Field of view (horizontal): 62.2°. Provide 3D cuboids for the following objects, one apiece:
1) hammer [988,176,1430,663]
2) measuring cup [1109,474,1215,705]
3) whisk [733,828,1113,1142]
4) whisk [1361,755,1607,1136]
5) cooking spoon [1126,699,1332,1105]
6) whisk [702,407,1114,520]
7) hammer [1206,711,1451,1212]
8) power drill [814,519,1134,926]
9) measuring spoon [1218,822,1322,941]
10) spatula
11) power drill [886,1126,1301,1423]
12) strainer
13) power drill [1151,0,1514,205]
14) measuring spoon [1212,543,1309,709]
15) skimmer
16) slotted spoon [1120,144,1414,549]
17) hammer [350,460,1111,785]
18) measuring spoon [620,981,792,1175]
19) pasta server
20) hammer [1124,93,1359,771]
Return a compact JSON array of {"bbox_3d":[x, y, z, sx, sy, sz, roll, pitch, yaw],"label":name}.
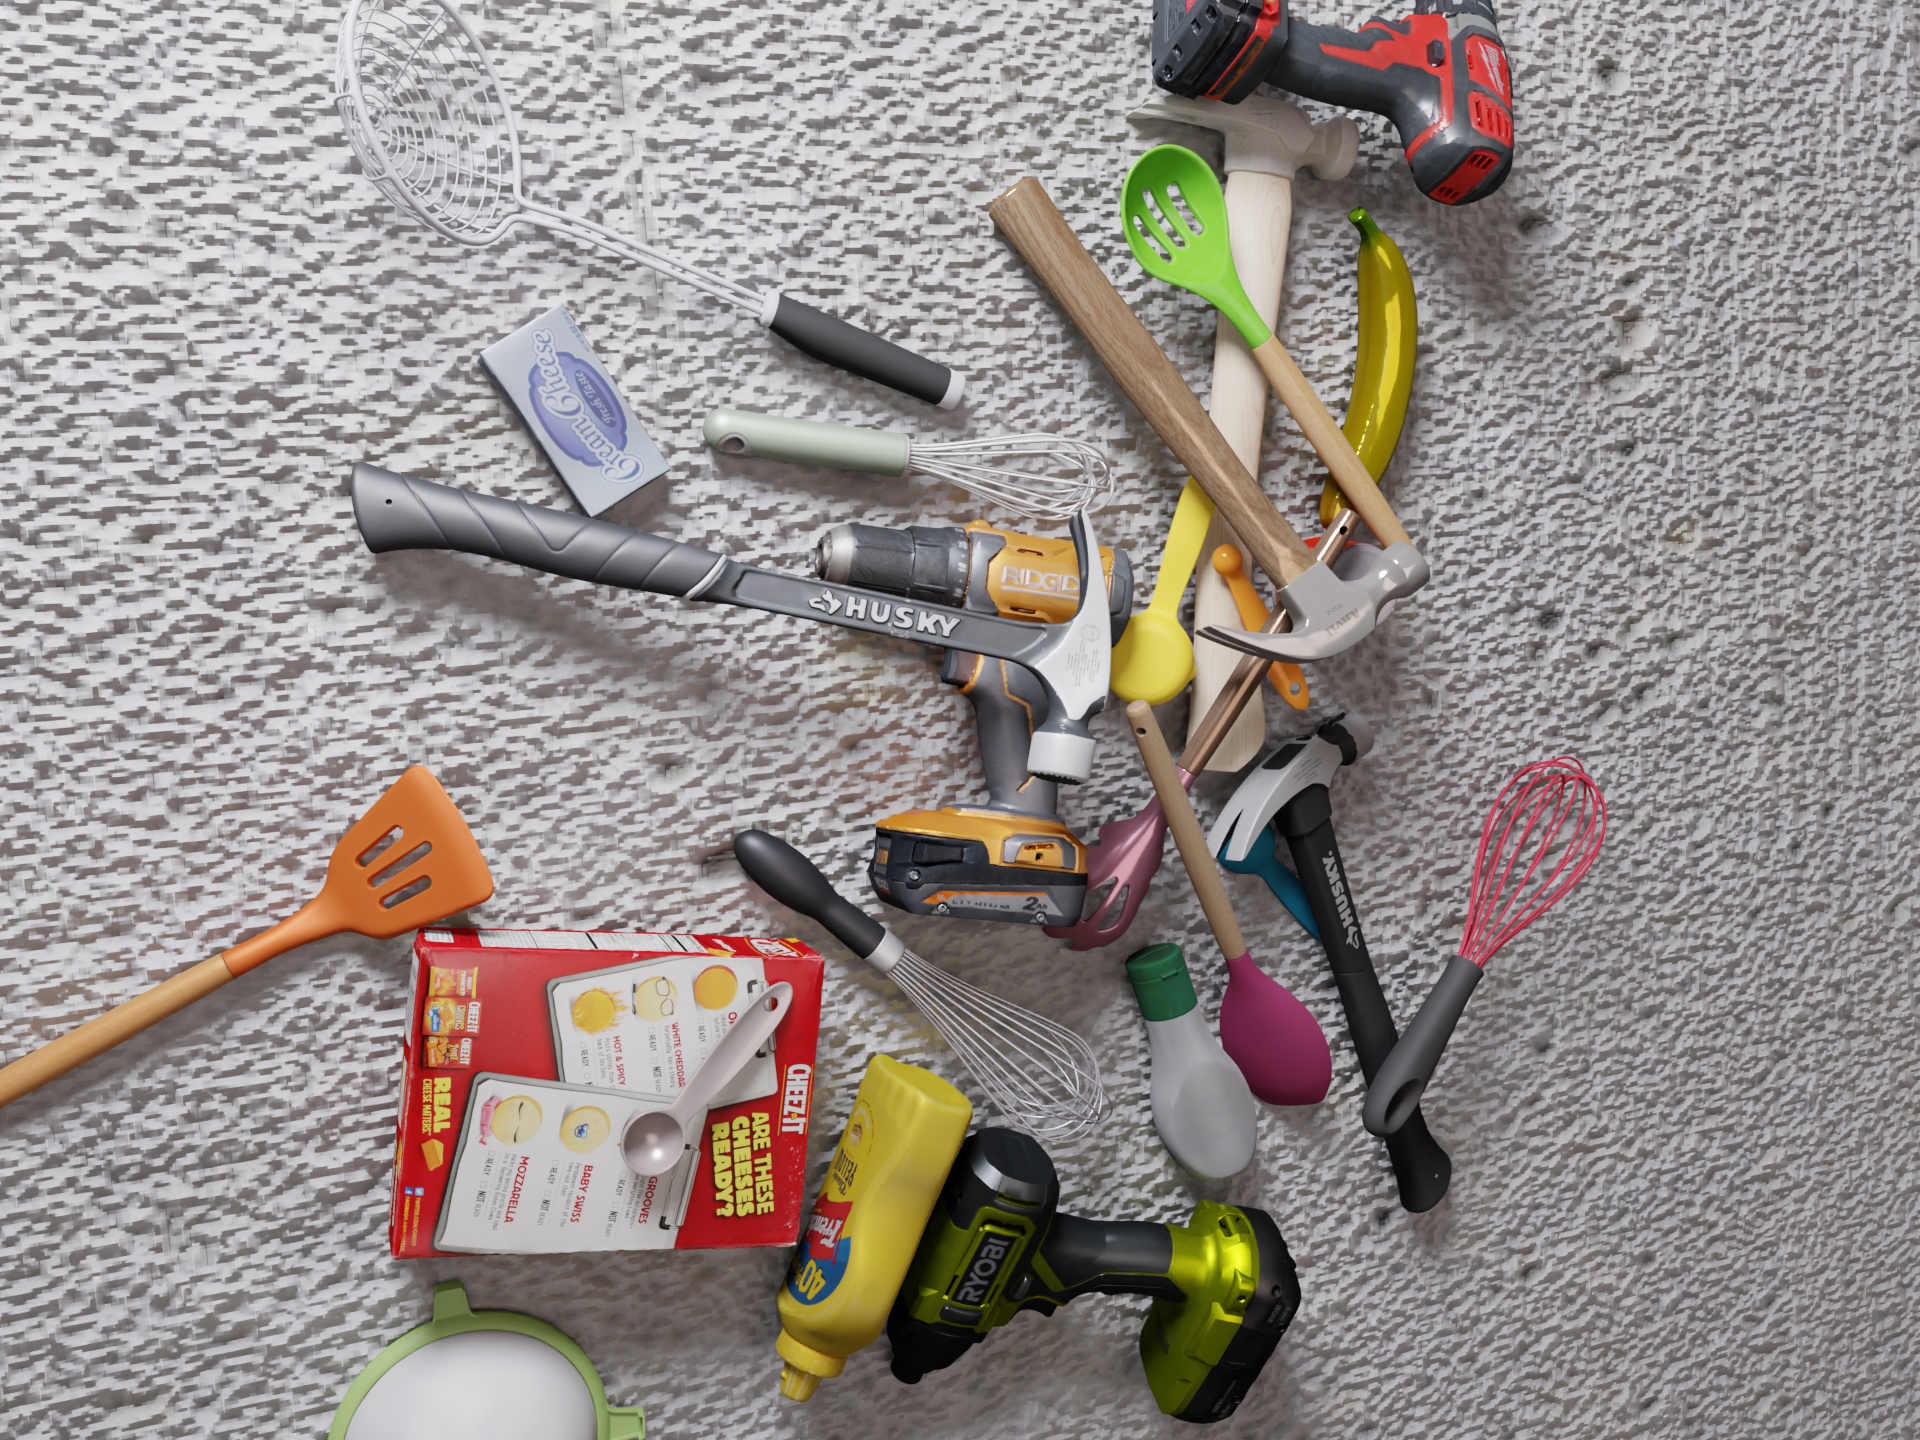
[{"bbox_3d":[0.126,-0.174,0.927,0.130,0.031,0.331,-37,89,-10],"label":"hammer"},{"bbox_3d":[0.127,-0.082,0.956,0.062,0.029,0.156,18,102,8],"label":"measuring cup"},{"bbox_3d":[-0.022,0.155,0.934,0.284,0.070,0.070,40,80,-13],"label":"whisk"},{"bbox_3d":[0.342,0.145,1.042,0.073,0.073,0.296,41,73,-18],"label":"whisk"},{"bbox_3d":[0.158,0.121,0.965,0.318,0.069,0.017,65,31,-26],"label":"cooking spoon"},{"bbox_3d":[-0.025,-0.152,0.915,0.246,0.057,0.059,5,58,-18],"label":"whisk"},{"bbox_3d":[0.255,0.174,1.031,0.146,0.035,0.334,-30,107,-33],"label":"hammer"},{"bbox_3d":[-0.001,-0.003,0.915,0.185,0.084,0.226,8,88,-18],"label":"power drill"},{"bbox_3d":[0.215,0.108,1.030,0.128,0.021,0.042,44,79,-18],"label":"measuring spoon"},{"bbox_3d":[-0.393,0.134,0.799,0.322,0.041,0.081,-30,84,-14],"label":"spatula"},{"bbox_3d":[0.074,0.345,0.959,0.223,0.080,0.171,18,110,-18],"label":"power drill"},{"bbox_3d":[-0.294,0.442,0.843,0.151,0.069,0.256,44,78,-18],"label":"strainer"},{"bbox_3d":[0.232,-0.423,0.955,0.226,0.080,0.188,14,65,-19],"label":"power drill"},{"bbox_3d":[0.187,-0.056,0.976,0.021,0.011,0.117,-33,103,-12],"label":"measuring spoon"},{"bbox_3d":[-0.145,-0.258,0.835,0.363,0.090,0.127,19,56,-23],"label":"skimmer"},{"bbox_3d":[0.194,-0.206,0.959,0.070,0.031,0.313,-42,107,-10],"label":"slotted spoon"},{"bbox_3d":[-0.114,-0.077,0.843,0.409,0.036,0.149,12,83,-9],"label":"hammer"},{"bbox_3d":[-0.133,0.186,0.840,0.124,0.018,0.034,-48,112,-19],"label":"measuring spoon"},{"bbox_3d":[0.149,0.007,0.966,0.060,0.040,0.316,33,90,-13],"label":"pasta server"},{"bbox_3d":[0.161,-0.174,0.983,0.146,0.038,0.410,3,93,-19],"label":"hammer"}]
